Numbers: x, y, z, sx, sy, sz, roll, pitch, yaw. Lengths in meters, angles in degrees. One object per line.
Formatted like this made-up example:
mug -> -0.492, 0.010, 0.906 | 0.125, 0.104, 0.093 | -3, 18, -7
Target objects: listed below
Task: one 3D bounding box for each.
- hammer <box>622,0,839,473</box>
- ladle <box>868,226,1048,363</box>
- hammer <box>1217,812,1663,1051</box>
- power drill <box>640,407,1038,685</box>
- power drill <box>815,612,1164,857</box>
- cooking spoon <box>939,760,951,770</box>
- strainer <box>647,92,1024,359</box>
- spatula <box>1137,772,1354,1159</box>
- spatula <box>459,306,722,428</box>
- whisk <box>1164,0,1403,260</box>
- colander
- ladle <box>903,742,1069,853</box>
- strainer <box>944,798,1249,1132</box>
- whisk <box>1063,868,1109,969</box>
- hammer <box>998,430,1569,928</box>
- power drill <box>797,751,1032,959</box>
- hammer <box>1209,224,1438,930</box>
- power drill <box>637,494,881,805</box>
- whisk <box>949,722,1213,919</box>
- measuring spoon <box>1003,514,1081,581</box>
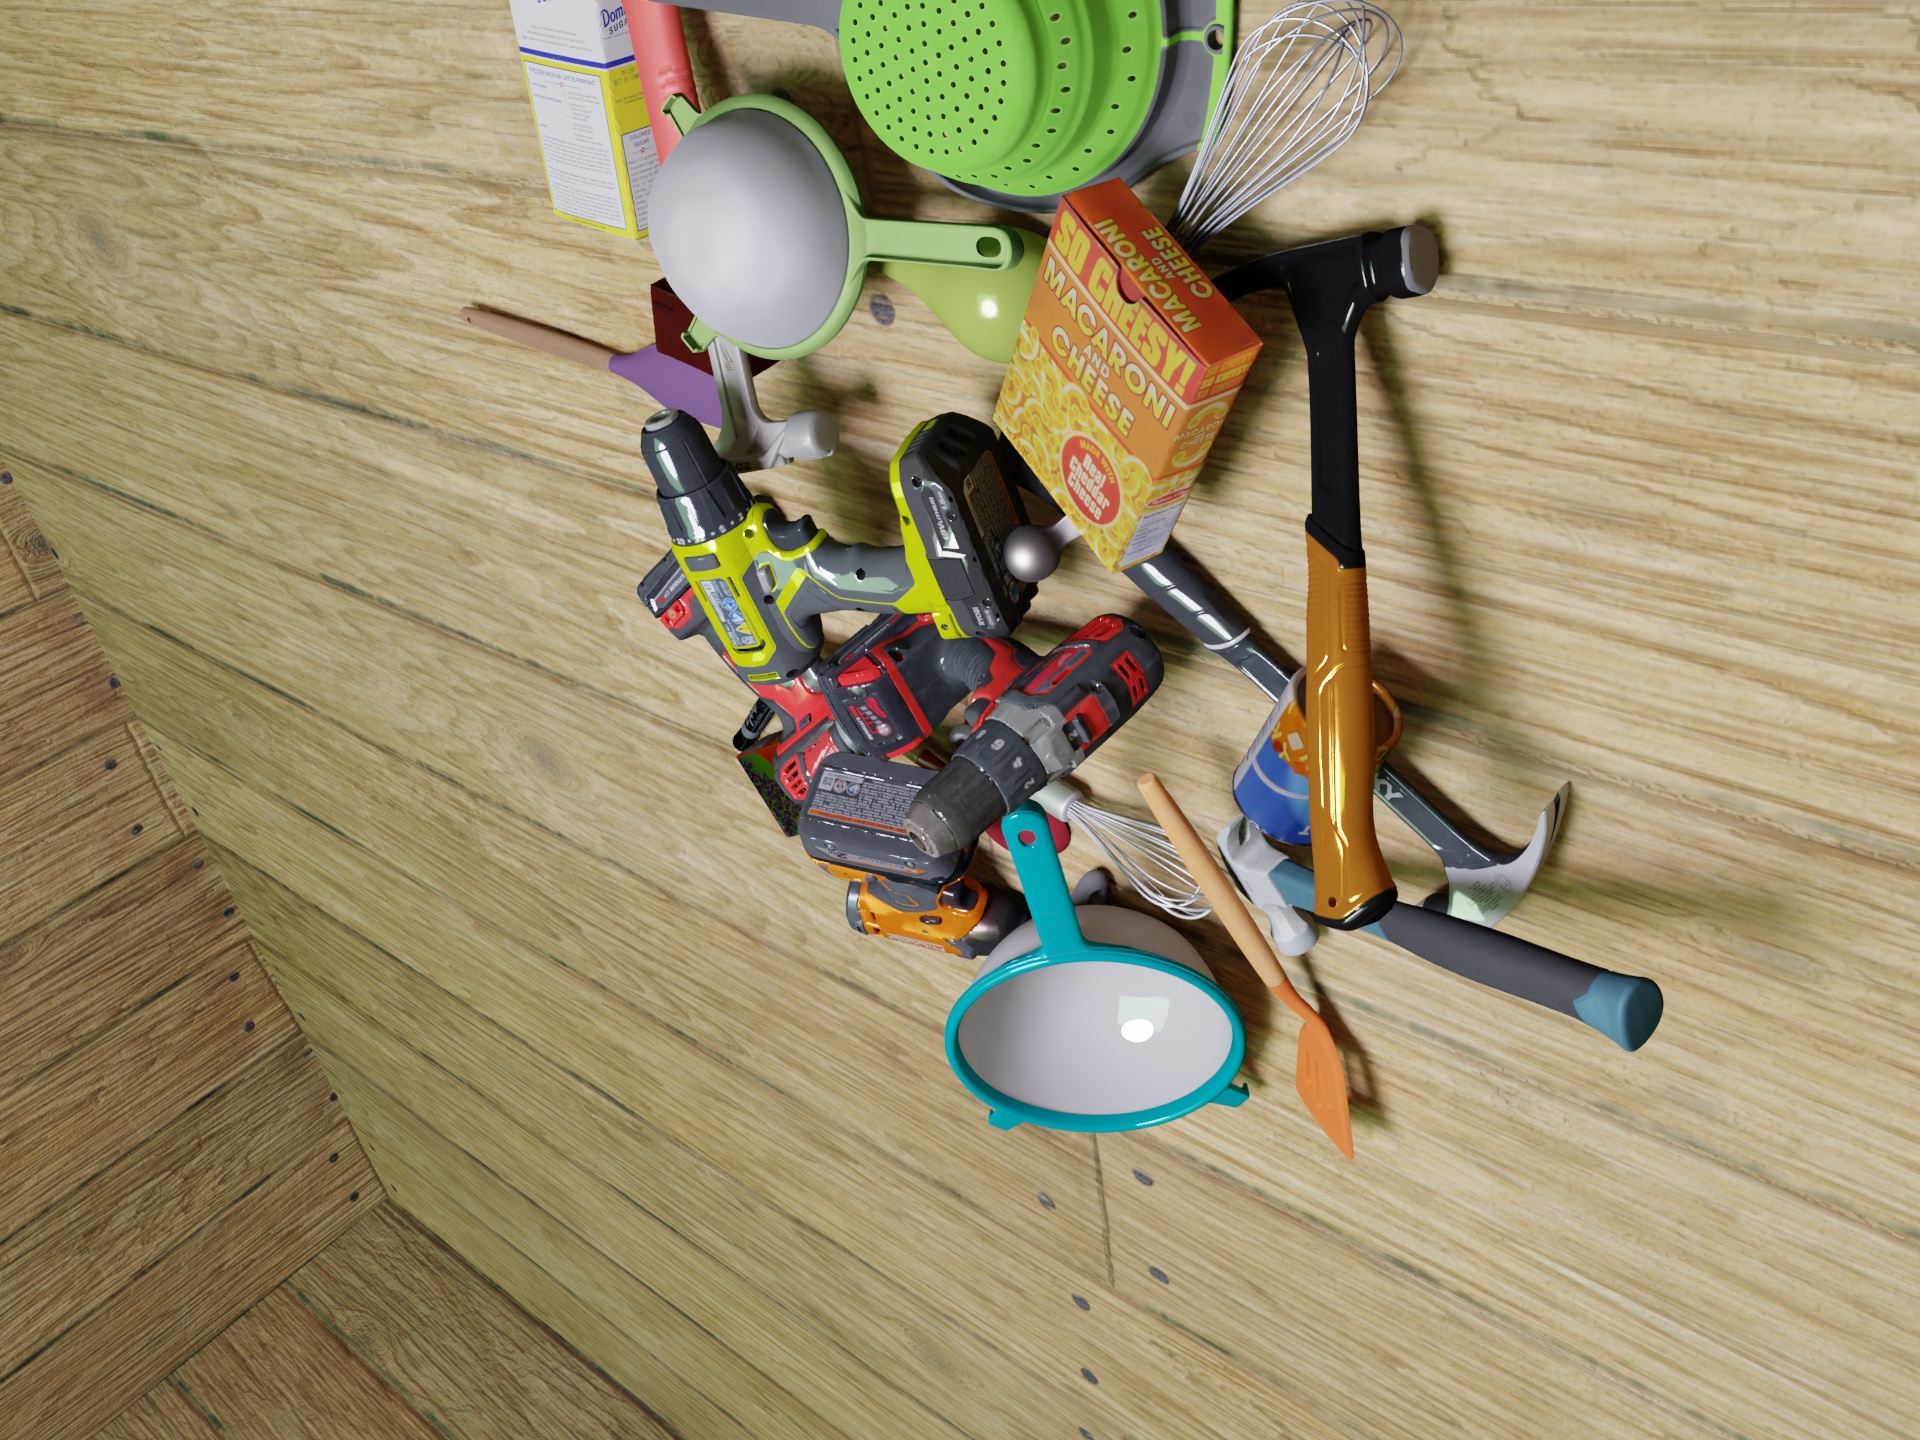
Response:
hammer -> -0.175, -0.332, 0.993 | 0.149, 0.037, 0.359 | 1, 112, 33
ladle -> -0.061, -0.294, 0.968 | 0.320, 0.062, 0.078 | 33, 137, 34
hammer -> 0.250, 0.116, 0.882 | 0.128, 0.033, 0.331 | 55, 165, -21
power drill -> -0.081, -0.118, 0.987 | 0.228, 0.080, 0.190 | -4, 126, 29
power drill -> -0.002, -0.003, 1.001 | 0.227, 0.188, 0.080 | 18, 144, 55
cooking spoon -> -0.037, 0.067, 1.214 | 0.068, 0.017, 0.319 | 26, 149, -15
strainer -> -0.088, -0.268, 0.888 | 0.256, 0.069, 0.151 | 15, 118, 32
spatula -> 0.188, 0.158, 1.035 | 0.322, 0.041, 0.081 | 55, 179, -27
spatula -> -0.284, -0.283, 1.227 | 0.316, 0.018, 0.059 | 23, 135, 32
whisk -> 0.118, -0.251, 0.790 | 0.070, 0.070, 0.284 | 50, 149, 2
colander -> -0.060, -0.361, 0.814 | 0.397, 0.094, 0.204 | 20, 134, 26
ladle -> -0.047, 0.012, 1.223 | 0.316, 0.031, 0.069 | 36, 143, 23
strainer -> 0.080, 0.153, 1.101 | 0.211, 0.095, 0.340 | -9, 130, 12
whisk -> 0.081, 0.197, 1.229 | 0.055, 0.055, 0.238 | 35, 136, 21
hammer -> 0.173, -0.038, 0.932 | 0.409, 0.036, 0.149 | 44, 143, 10
power drill -> -0.021, 0.113, 1.182 | 0.164, 0.084, 0.226 | 11, 155, 16
hammer -> 0.180, -0.064, 0.790 | 0.127, 0.034, 0.337 | 2, 97, 47
power drill -> -0.130, -0.050, 1.191 | 0.143, 0.078, 0.219 | -36, 90, 42
whisk -> 0.083, 0.065, 1.109 | 0.246, 0.059, 0.057 | 32, 130, 32
measuring spoon -> 0.078, -0.119, 0.916 | 0.124, 0.018, 0.034 | -33, 105, 15
